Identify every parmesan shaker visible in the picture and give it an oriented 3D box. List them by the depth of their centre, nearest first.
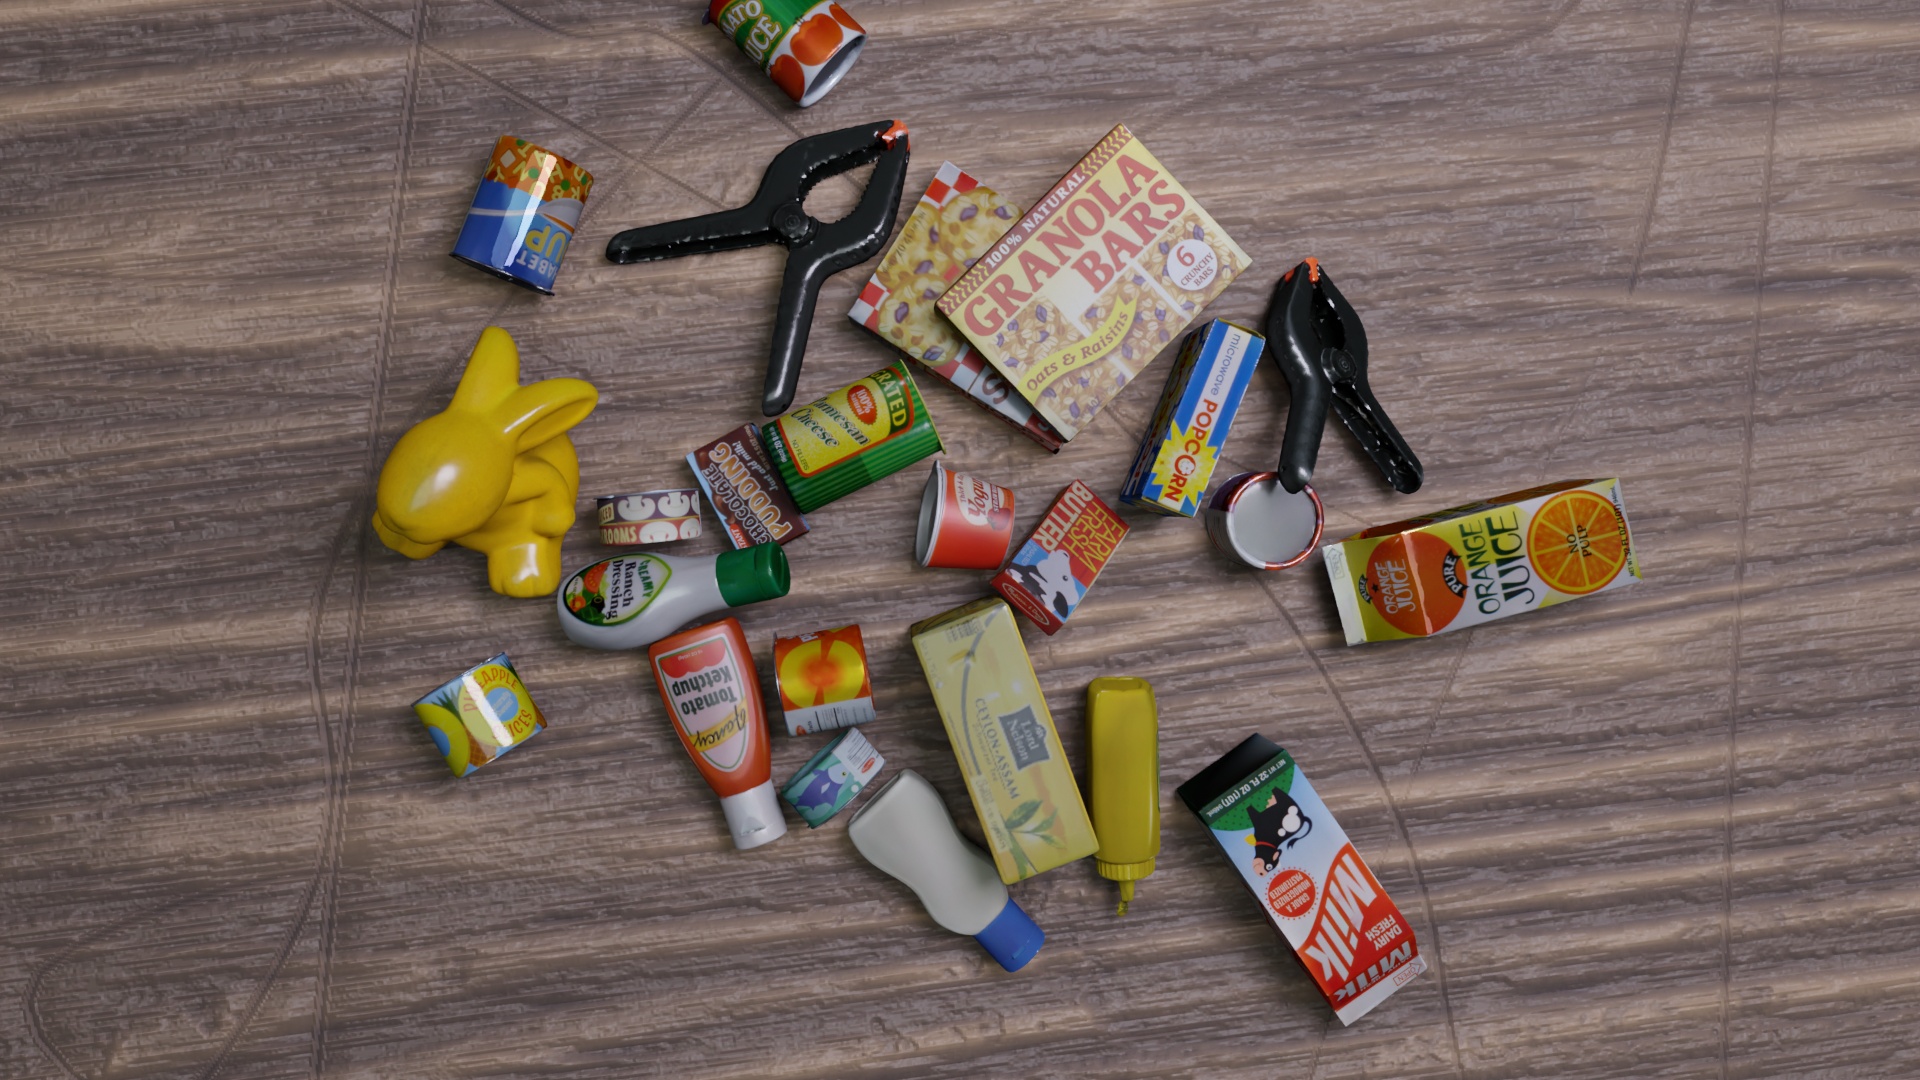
[{"bbox_3d":[-0.070,-0.065,0.911,0.103,0.071,0.071,-26,92,-2],"label":"parmesan shaker"}]

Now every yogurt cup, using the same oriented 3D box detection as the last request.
[{"bbox_3d":[0.003,-0.012,0.920,0.054,0.072,0.072,10,91,-11],"label":"yogurt cup"}]

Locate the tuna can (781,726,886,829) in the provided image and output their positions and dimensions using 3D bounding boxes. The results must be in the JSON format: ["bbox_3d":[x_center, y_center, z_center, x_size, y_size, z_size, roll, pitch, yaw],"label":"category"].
[{"bbox_3d":[-0.086,0.157,0.916,0.071,0.071,0.033,-42,92,-2],"label":"tuna can"}]

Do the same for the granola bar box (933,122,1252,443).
[{"bbox_3d":[0.084,-0.163,0.892,0.165,0.039,0.124,-44,93,-2],"label":"granola bar box"}]

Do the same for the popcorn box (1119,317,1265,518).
[{"bbox_3d":[0.151,-0.078,0.915,0.038,0.085,0.126,23,89,-4],"label":"popcorn box"}]

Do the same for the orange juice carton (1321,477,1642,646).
[{"bbox_3d":[0.343,0.014,0.933,0.193,0.073,0.071,-14,92,-2],"label":"orange juice carton"}]

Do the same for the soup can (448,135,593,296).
[{"bbox_3d":[-0.281,-0.209,0.900,0.071,0.071,0.083,21,90,-3],"label":"soup can"}]

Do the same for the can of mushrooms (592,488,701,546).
[{"bbox_3d":[-0.205,-0.015,0.905,0.071,0.071,0.033,-5,93,-3],"label":"can of mushrooms"}]

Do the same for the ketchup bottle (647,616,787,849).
[{"bbox_3d":[-0.155,0.129,0.922,0.065,0.043,0.148,-18,92,2],"label":"ketchup bottle"}]

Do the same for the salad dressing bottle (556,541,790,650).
[{"bbox_3d":[-0.185,0.032,0.901,0.147,0.043,0.064,-12,55,11],"label":"salad dressing bottle"}]

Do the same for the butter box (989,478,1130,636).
[{"bbox_3d":[0.067,0.010,0.915,0.053,0.024,0.104,42,51,-4],"label":"butter box"}]

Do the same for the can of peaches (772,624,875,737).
[{"bbox_3d":[-0.090,0.089,0.914,0.058,0.071,0.071,-10,92,-3],"label":"can of peaches"}]

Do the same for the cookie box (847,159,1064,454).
[{"bbox_3d":[0.028,-0.154,0.931,0.167,0.040,0.123,32,88,-2],"label":"cookie box"}]

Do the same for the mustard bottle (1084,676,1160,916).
[{"bbox_3d":[0.109,0.173,0.929,0.049,0.065,0.160,-2,97,2],"label":"mustard bottle"}]

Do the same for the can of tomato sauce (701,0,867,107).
[{"bbox_3d":[-0.114,-0.335,0.907,0.083,0.071,0.071,43,89,-3],"label":"can of tomato sauce"}]

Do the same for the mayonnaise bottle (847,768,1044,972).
[{"bbox_3d":[-0.006,0.225,0.933,0.065,0.041,0.148,-43,94,0],"label":"mayonnaise bottle"}]

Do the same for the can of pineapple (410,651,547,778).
[{"bbox_3d":[-0.311,0.113,0.901,0.071,0.071,0.058,-31,93,-2],"label":"can of pineapple"}]

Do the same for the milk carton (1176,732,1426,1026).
[{"bbox_3d":[0.233,0.230,0.929,0.072,0.073,0.190,-34,93,-2],"label":"milk carton"}]

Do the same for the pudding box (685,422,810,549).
[{"bbox_3d":[-0.142,-0.032,0.927,0.050,0.030,0.083,-28,92,-1],"label":"pudding box"}]

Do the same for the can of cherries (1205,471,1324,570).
[{"bbox_3d":[0.206,-0.016,0.932,0.071,0.058,0.071,0,91,-3],"label":"can of cherries"}]
